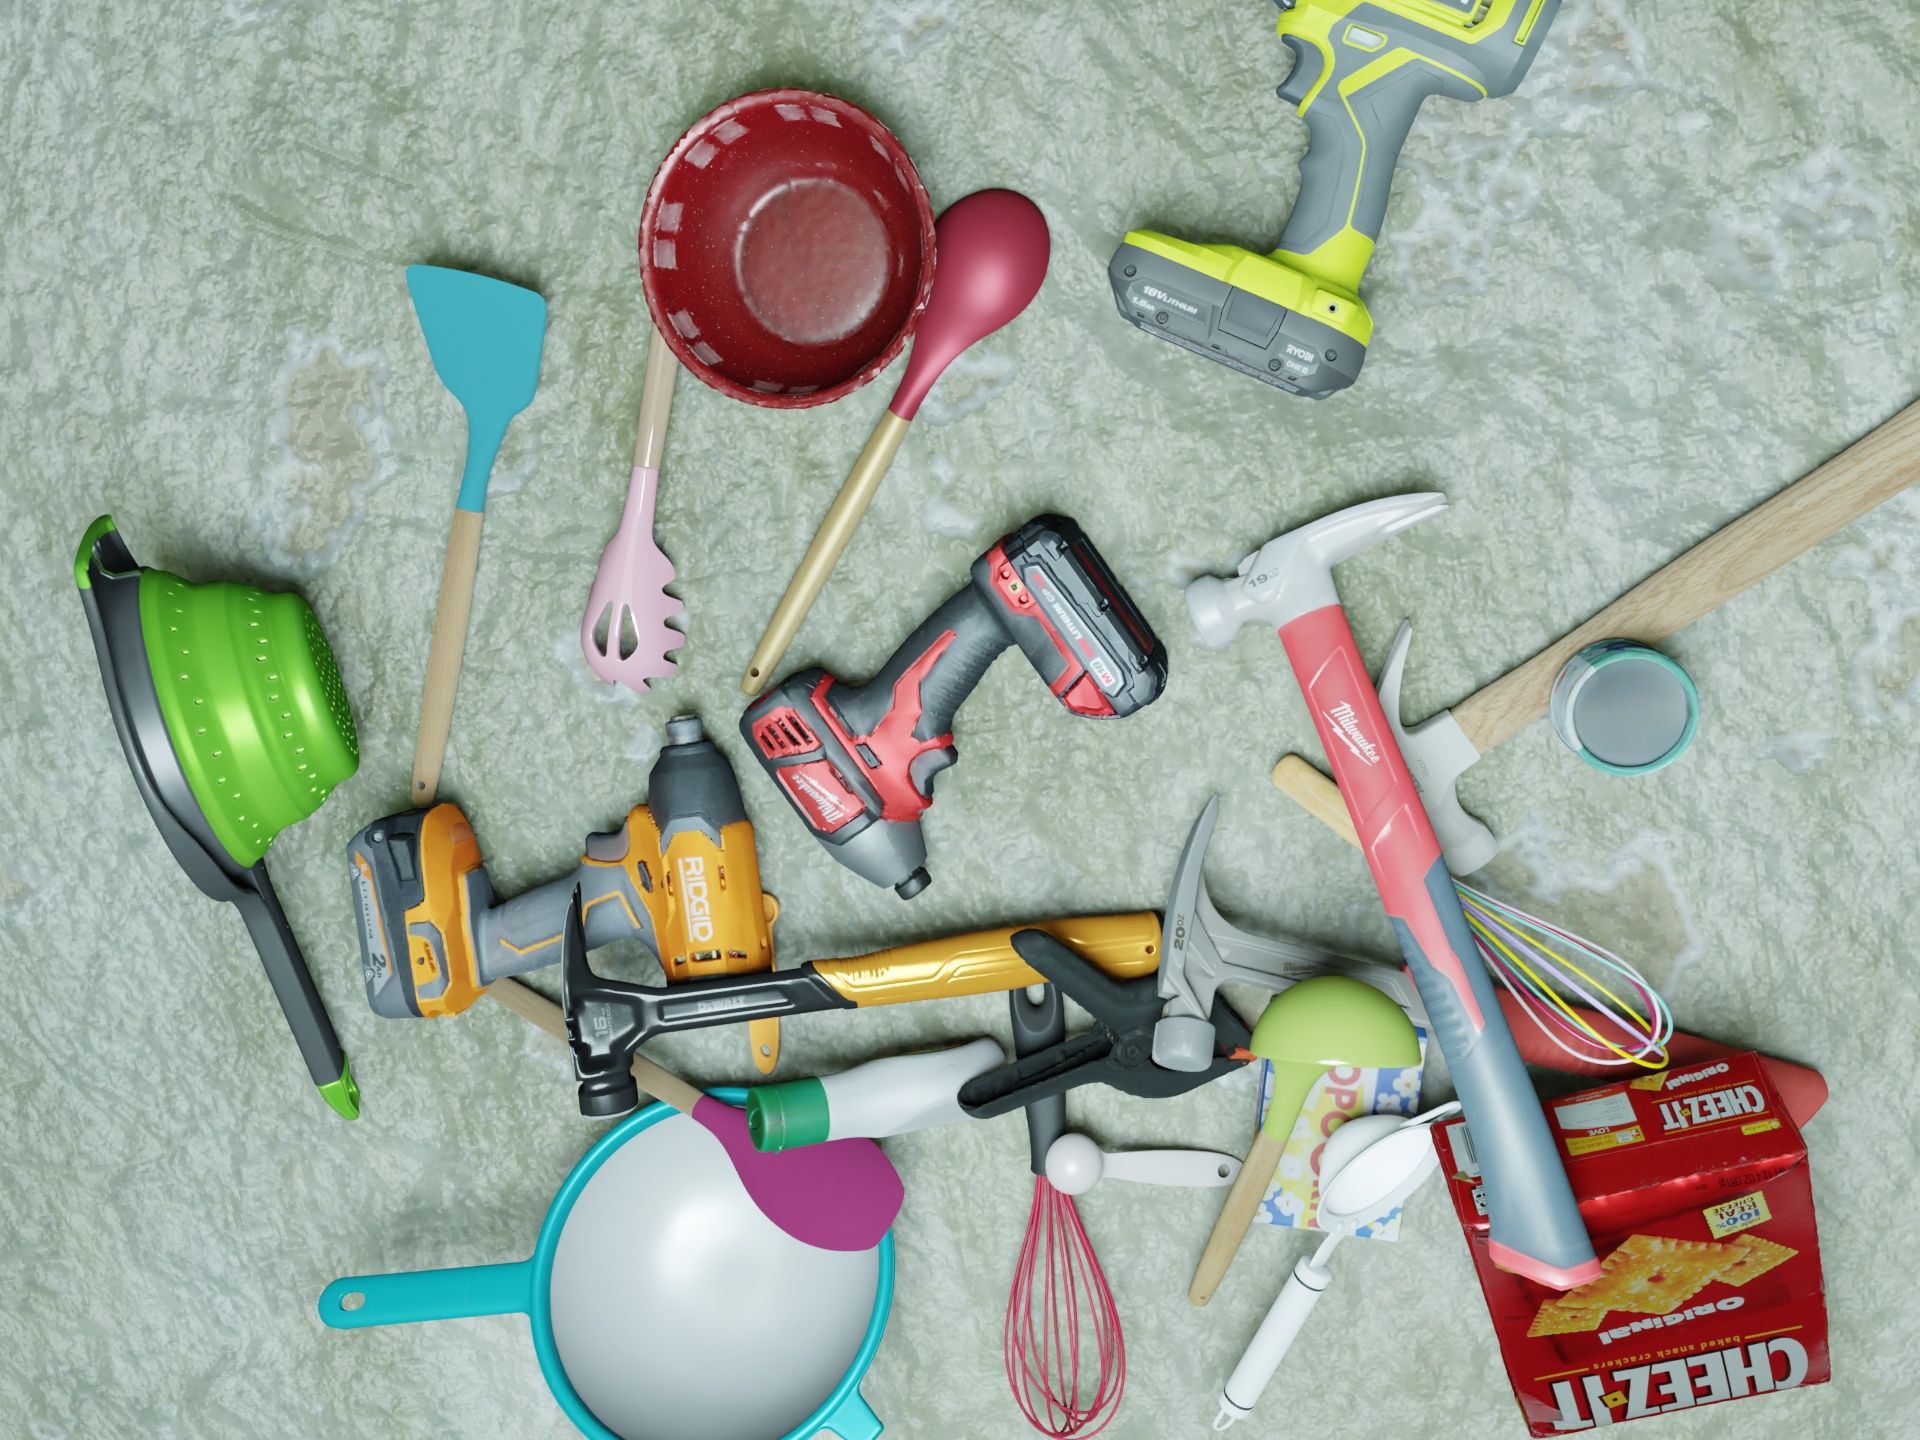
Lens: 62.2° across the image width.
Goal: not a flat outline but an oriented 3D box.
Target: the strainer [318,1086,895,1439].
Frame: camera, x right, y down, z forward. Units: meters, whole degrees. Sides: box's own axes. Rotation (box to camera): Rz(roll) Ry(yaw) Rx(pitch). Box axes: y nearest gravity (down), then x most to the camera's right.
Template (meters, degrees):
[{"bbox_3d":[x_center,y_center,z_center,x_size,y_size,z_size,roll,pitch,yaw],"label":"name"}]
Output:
[{"bbox_3d":[-0.199,0.337,0.939,0.340,0.095,0.211,-7,62,6],"label":"strainer"}]

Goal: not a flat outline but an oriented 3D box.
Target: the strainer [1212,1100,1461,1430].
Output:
[{"bbox_3d":[0.195,0.296,0.875,0.086,0.050,0.258,8,114,-38],"label":"strainer"}]

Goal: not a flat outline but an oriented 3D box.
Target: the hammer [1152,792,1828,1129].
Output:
[{"bbox_3d":[0.285,0.151,0.857,0.359,0.036,0.149,14,66,-1],"label":"hammer"}]

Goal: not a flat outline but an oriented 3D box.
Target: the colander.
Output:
[{"bbox_3d":[-0.387,0.063,0.931,0.094,0.205,0.396,-17,117,-14],"label":"colander"}]

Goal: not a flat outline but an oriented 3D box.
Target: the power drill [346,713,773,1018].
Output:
[{"bbox_3d":[-0.229,0.087,0.923,0.226,0.084,0.164,-6,93,5],"label":"power drill"}]

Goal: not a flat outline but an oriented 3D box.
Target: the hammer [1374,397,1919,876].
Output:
[{"bbox_3d":[0.358,-0.059,0.823,0.331,0.031,0.130,-36,94,14],"label":"hammer"}]

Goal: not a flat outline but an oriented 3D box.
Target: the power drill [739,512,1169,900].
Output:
[{"bbox_3d":[-0.001,-0.003,0.874,0.219,0.078,0.143,-34,94,17],"label":"power drill"}]

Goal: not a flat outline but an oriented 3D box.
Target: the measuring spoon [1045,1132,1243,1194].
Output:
[{"bbox_3d":[0.109,0.257,0.911,0.124,0.018,0.034,6,84,-15],"label":"measuring spoon"}]

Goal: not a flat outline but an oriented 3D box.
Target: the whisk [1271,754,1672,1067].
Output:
[{"bbox_3d":[0.264,0.097,0.833,0.245,0.047,0.051,39,148,19],"label":"whisk"}]

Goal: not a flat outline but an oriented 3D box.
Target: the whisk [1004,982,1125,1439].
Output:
[{"bbox_3d":[0.054,0.281,0.931,0.073,0.073,0.296,-4,94,10],"label":"whisk"}]

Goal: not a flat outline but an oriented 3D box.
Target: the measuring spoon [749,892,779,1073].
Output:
[{"bbox_3d":[-0.116,0.158,0.958,0.021,0.011,0.117,9,106,26],"label":"measuring spoon"}]

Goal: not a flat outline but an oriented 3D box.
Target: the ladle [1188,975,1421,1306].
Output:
[{"bbox_3d":[0.161,0.239,0.831,0.078,0.062,0.320,4,134,-6],"label":"ladle"}]

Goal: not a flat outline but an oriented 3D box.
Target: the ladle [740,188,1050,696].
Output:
[{"bbox_3d":[-0.047,-0.147,0.877,0.069,0.031,0.315,33,106,10],"label":"ladle"}]

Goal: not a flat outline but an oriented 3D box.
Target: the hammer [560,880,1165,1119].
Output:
[{"bbox_3d":[-0.049,0.135,0.880,0.337,0.034,0.127,-6,99,-7],"label":"hammer"}]

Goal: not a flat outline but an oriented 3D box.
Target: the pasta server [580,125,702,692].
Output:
[{"bbox_3d":[-0.170,-0.169,0.894,0.060,0.040,0.316,12,99,7],"label":"pasta server"}]

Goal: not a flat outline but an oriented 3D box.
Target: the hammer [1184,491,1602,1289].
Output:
[{"bbox_3d":[0.238,0.076,0.781,0.143,0.038,0.387,-24,71,19],"label":"hammer"}]

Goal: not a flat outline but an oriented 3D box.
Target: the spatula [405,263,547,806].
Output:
[{"bbox_3d":[-0.294,-0.096,0.919,0.082,0.044,0.317,14,104,5],"label":"spatula"}]

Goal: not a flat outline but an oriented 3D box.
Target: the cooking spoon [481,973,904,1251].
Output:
[{"bbox_3d":[-0.175,0.215,0.935,0.319,0.017,0.069,25,69,19],"label":"cooking spoon"}]

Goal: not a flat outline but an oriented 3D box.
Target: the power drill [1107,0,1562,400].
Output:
[{"bbox_3d":[0.161,-0.294,0.787,0.190,0.080,0.228,24,101,4],"label":"power drill"}]
